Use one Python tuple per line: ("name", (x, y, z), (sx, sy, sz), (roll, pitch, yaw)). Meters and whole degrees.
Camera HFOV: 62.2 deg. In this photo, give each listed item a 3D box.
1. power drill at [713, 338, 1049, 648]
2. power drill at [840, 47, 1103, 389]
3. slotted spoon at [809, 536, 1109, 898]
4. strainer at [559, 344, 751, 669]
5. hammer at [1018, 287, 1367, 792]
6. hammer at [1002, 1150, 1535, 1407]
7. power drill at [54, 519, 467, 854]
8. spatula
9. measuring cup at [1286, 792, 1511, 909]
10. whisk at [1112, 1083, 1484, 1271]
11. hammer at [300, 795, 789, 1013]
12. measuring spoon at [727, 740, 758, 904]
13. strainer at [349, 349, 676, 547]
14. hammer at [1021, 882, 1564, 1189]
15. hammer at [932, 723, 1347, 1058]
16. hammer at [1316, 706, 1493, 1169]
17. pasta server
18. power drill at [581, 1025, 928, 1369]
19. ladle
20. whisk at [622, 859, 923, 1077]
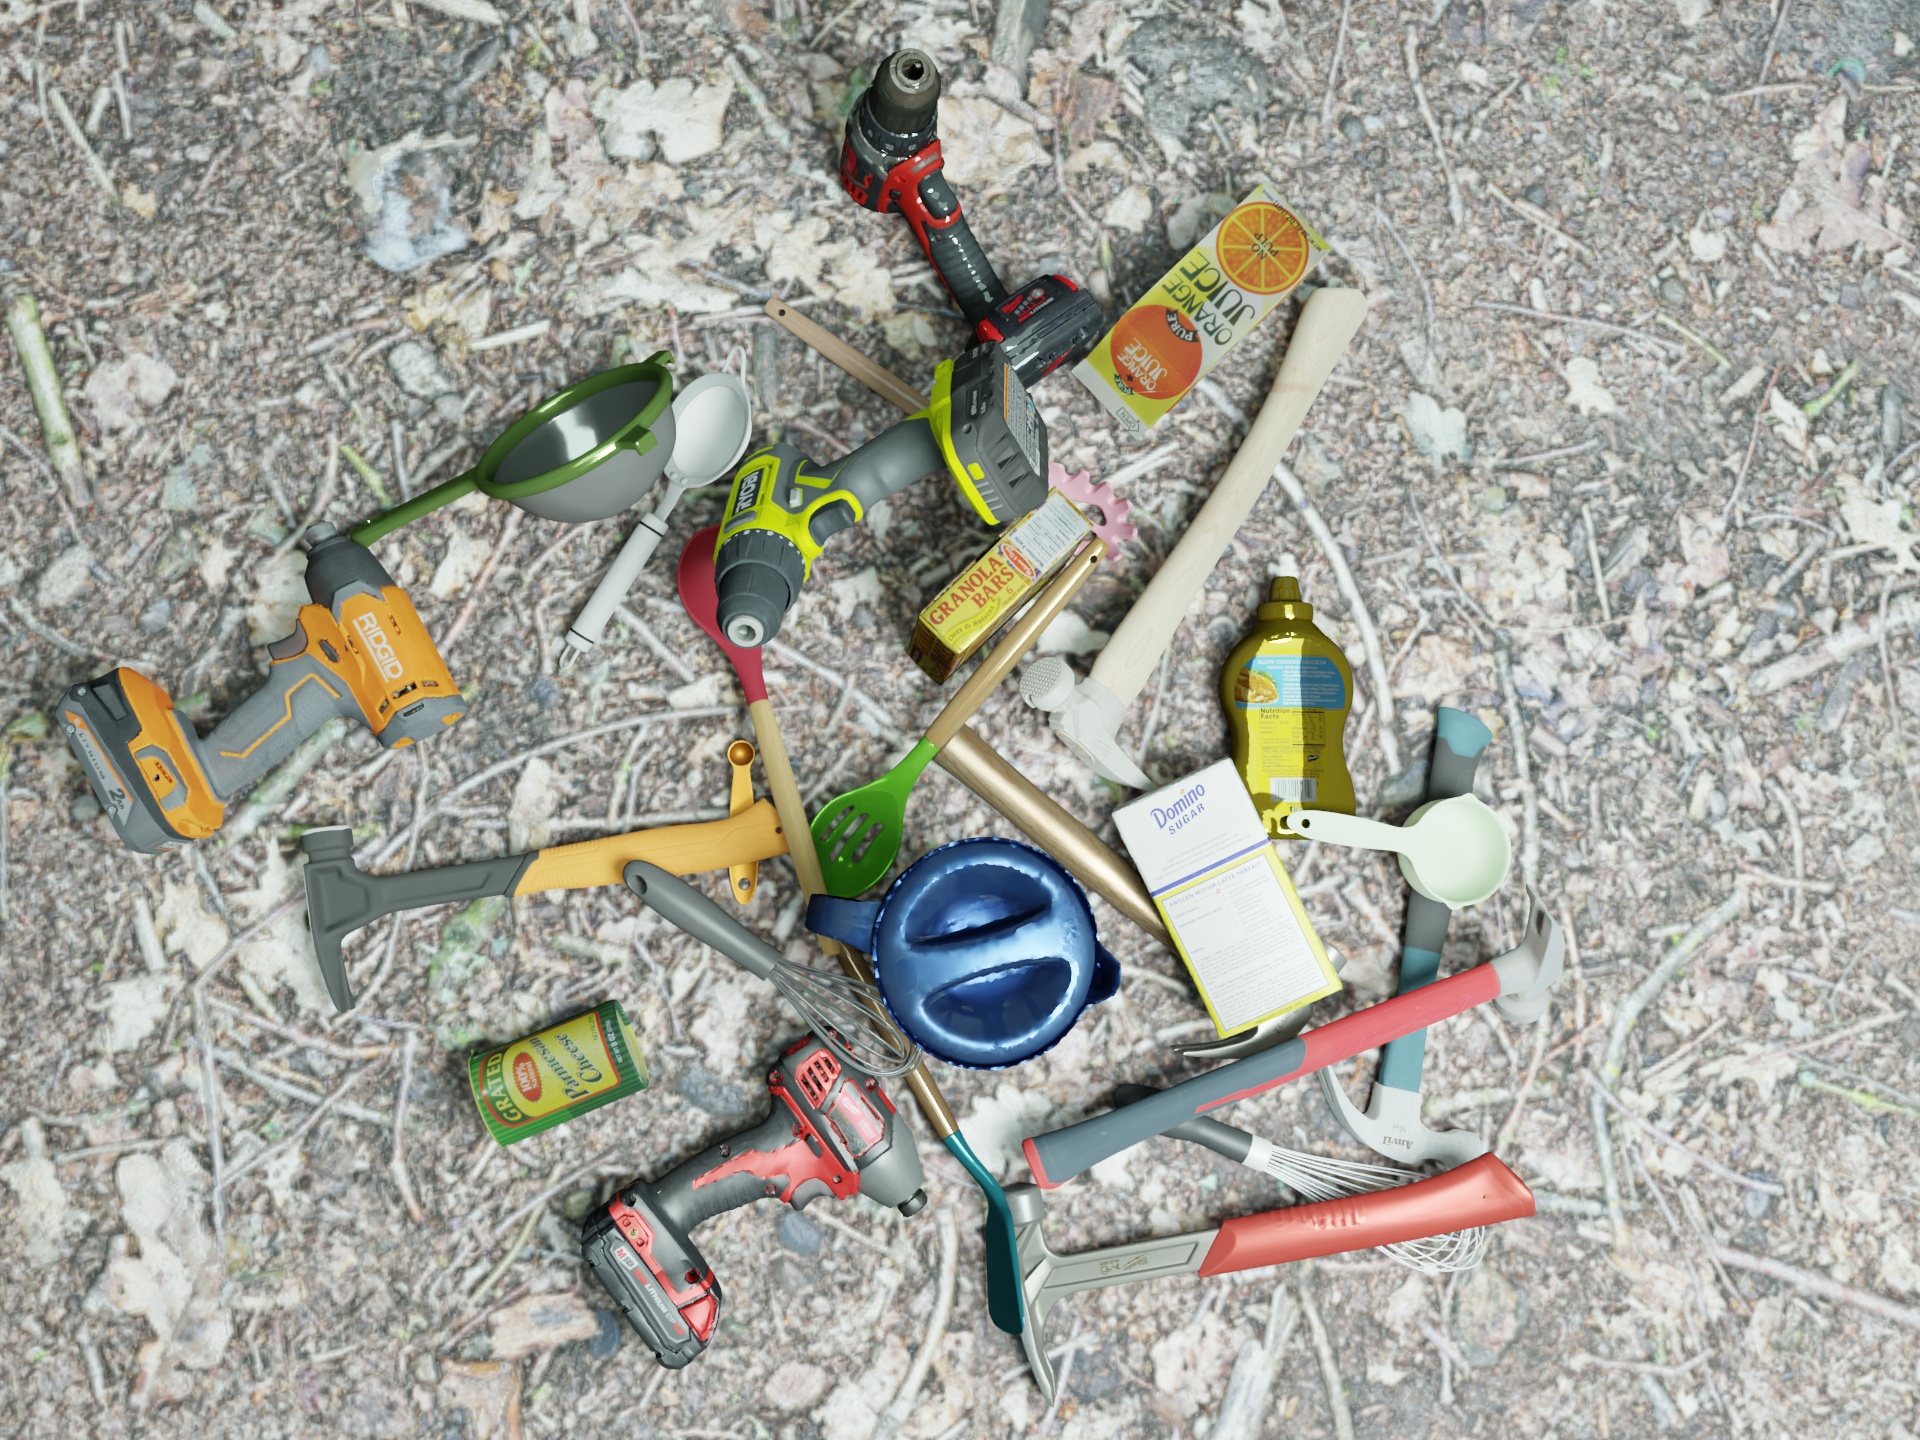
("power drill", (-0.061, -0.143, 1.039), (0.228, 0.191, 0.080), (-22, 125, 19))
("power drill", (0.000, -0.340, 1.093), (0.080, 0.188, 0.226), (-36, 94, -9))
("slotted spoon", (-0.002, -0.004, 1.108), (0.070, 0.031, 0.314), (37, 97, -25))
("strainer", (-0.212, -0.145, 1.126), (0.087, 0.050, 0.258), (32, 89, 36))
("hammer", (0.193, -0.143, 1.156), (0.146, 0.038, 0.411), (43, 73, -37))
("hammer", (0.211, 0.366, 1.092), (0.359, 0.036, 0.149), (-13, 86, 8))
("power drill", (-0.472, -0.025, 1.071), (0.226, 0.084, 0.164), (-28, 89, -12))
("spatula", (-0.029, 0.270, 1.107), (0.044, 0.082, 0.317), (-28, 82, -20))
("measuring cup", (0.305, 0.085, 1.128), (0.167, 0.038, 0.083), (10, 84, -8))
("whisk", (0.240, 0.321, 1.133), (0.284, 0.070, 0.070), (22, 84, 0))
("hammer", (-0.276, 0.110, 1.097), (0.337, 0.034, 0.127), (-10, 86, -5))
("measuring spoon", (-0.155, 0.072, 1.132), (0.021, 0.011, 0.117), (-1, 89, -4))
("strainer", (-0.298, -0.157, 1.100), (0.256, 0.152, 0.069), (-23, 124, 11))
("hammer", (0.223, 0.223, 1.076), (0.386, 0.143, 0.038), (-21, 52, -2))
("hammer", (0.114, 0.121, 1.145), (0.331, 0.031, 0.130), (39, 82, -2))
("hammer", (0.342, 0.155, 1.166), (0.128, 0.033, 0.331), (12, 84, -6))
("pasta server", (-0.010, -0.215, 1.155), (0.316, 0.040, 0.060), (34, 94, -2))
("power drill", (-0.134, 0.327, 1.082), (0.219, 0.078, 0.143), (-37, 90, -11))
("ladle", (-0.131, 0.011, 1.100), (0.069, 0.031, 0.316), (-15, 75, -10))
("whisk", (-0.126, 0.163, 1.069), (0.239, 0.055, 0.055), (34, 83, 1))
